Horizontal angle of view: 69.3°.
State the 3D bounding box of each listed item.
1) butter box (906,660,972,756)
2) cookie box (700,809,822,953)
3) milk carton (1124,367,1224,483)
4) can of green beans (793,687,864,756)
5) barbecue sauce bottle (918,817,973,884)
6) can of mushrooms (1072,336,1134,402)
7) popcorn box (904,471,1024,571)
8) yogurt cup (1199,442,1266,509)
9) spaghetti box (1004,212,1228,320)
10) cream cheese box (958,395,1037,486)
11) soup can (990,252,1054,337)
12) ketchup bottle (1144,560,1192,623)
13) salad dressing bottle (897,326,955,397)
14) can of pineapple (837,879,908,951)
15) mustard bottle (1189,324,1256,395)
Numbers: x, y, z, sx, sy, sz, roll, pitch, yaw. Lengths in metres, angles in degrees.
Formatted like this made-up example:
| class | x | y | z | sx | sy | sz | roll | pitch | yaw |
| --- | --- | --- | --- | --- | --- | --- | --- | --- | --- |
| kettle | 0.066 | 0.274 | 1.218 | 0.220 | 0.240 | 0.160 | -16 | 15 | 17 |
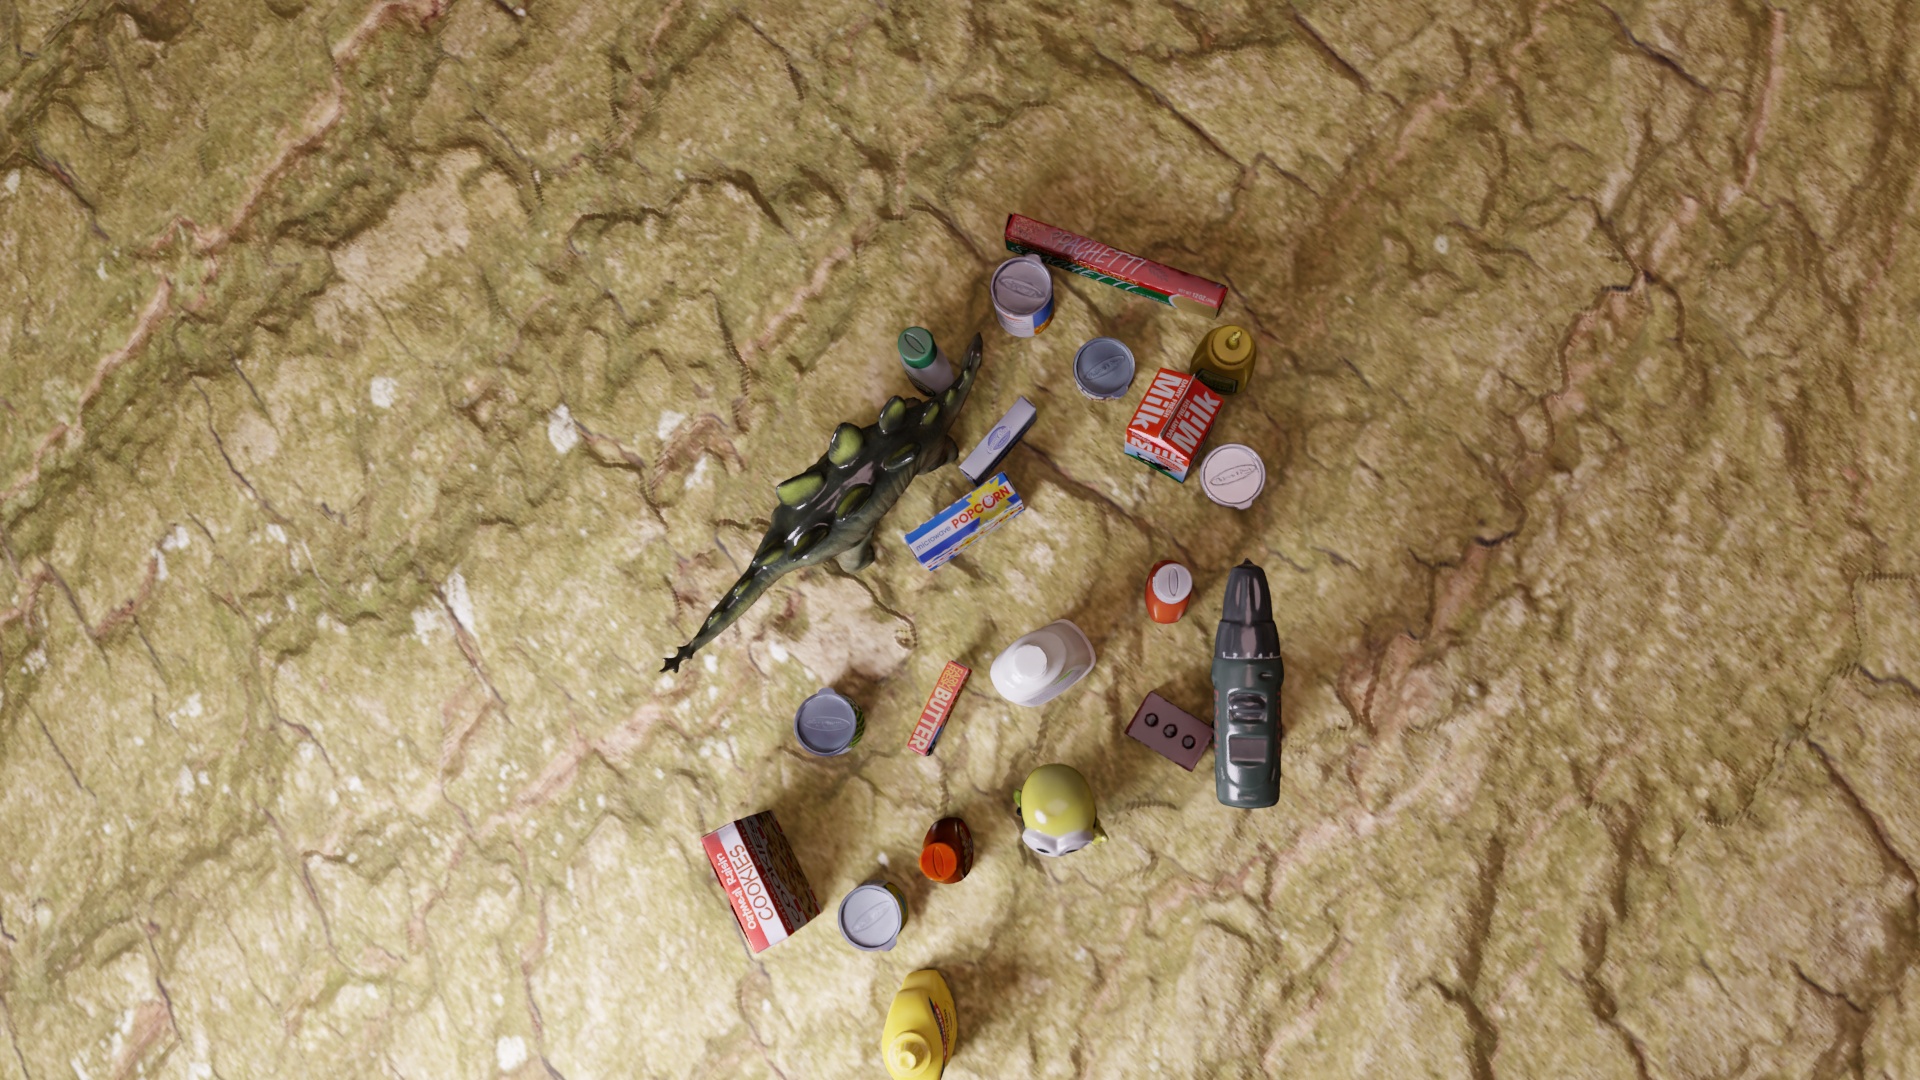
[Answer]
| class | x | y | z | sx | sy | sz | roll | pitch | yaw |
| --- | --- | --- | --- | --- | --- | --- | --- | --- | --- |
| butter box | -0.022 | 0.176 | 1.461 | 0.024 | 0.053 | 0.103 | 26 | 85 | 8 |
| cookie box | -0.198 | 0.339 | 1.397 | 0.040 | 0.167 | 0.123 | -29 | 81 | 1 |
| milk carton | 0.215 | -0.118 | 1.410 | 0.073 | 0.190 | 0.072 | 29 | 86 | 8 |
| can of green beans | -0.138 | 0.194 | 1.466 | 0.071 | 0.058 | 0.071 | -1 | 82 | 5 |
| barbecue sauce bottle | -0.015 | 0.315 | 1.393 | 0.044 | 0.148 | 0.065 | -10 | 82 | 4 |
| can of mushrooms | 0.156 | -0.182 | 1.503 | 0.071 | 0.033 | 0.071 | -1 | 82 | 5 |
| popcorn box | 0.005 | -0.018 | 1.469 | 0.127 | 0.085 | 0.038 | -33 | 81 | 0 |
| yogurt cup | 0.285 | -0.065 | 1.465 | 0.072 | 0.054 | 0.072 | -1 | 82 | 5 |
| spaghetti box | 0.166 | -0.298 | 1.510 | 0.250 | 0.050 | 0.028 | 21 | 85 | 8 |
| cream cheese box | 0.042 | -0.106 | 1.493 | 0.024 | 0.053 | 0.104 | 41 | 88 | 9 |
| soup can | 0.069 | -0.264 | 1.497 | 0.071 | 0.083 | 0.071 | -1 | 83 | 5 |
| ketchup bottle | 0.211 | 0.049 | 1.408 | 0.043 | 0.148 | 0.065 | 0 | 83 | 5 |
| salad dressing bottle | -0.039 | -0.190 | 1.464 | 0.044 | 0.147 | 0.064 | -45 | 81 | -1 |
| can of pineapple | -0.089 | 0.388 | 1.435 | 0.071 | 0.058 | 0.071 | -1 | 82 | 5 |
| mustard bottle | 0.273 | -0.190 | 1.429 | 0.065 | 0.160 | 0.049 | 20 | 85 | 8 |
